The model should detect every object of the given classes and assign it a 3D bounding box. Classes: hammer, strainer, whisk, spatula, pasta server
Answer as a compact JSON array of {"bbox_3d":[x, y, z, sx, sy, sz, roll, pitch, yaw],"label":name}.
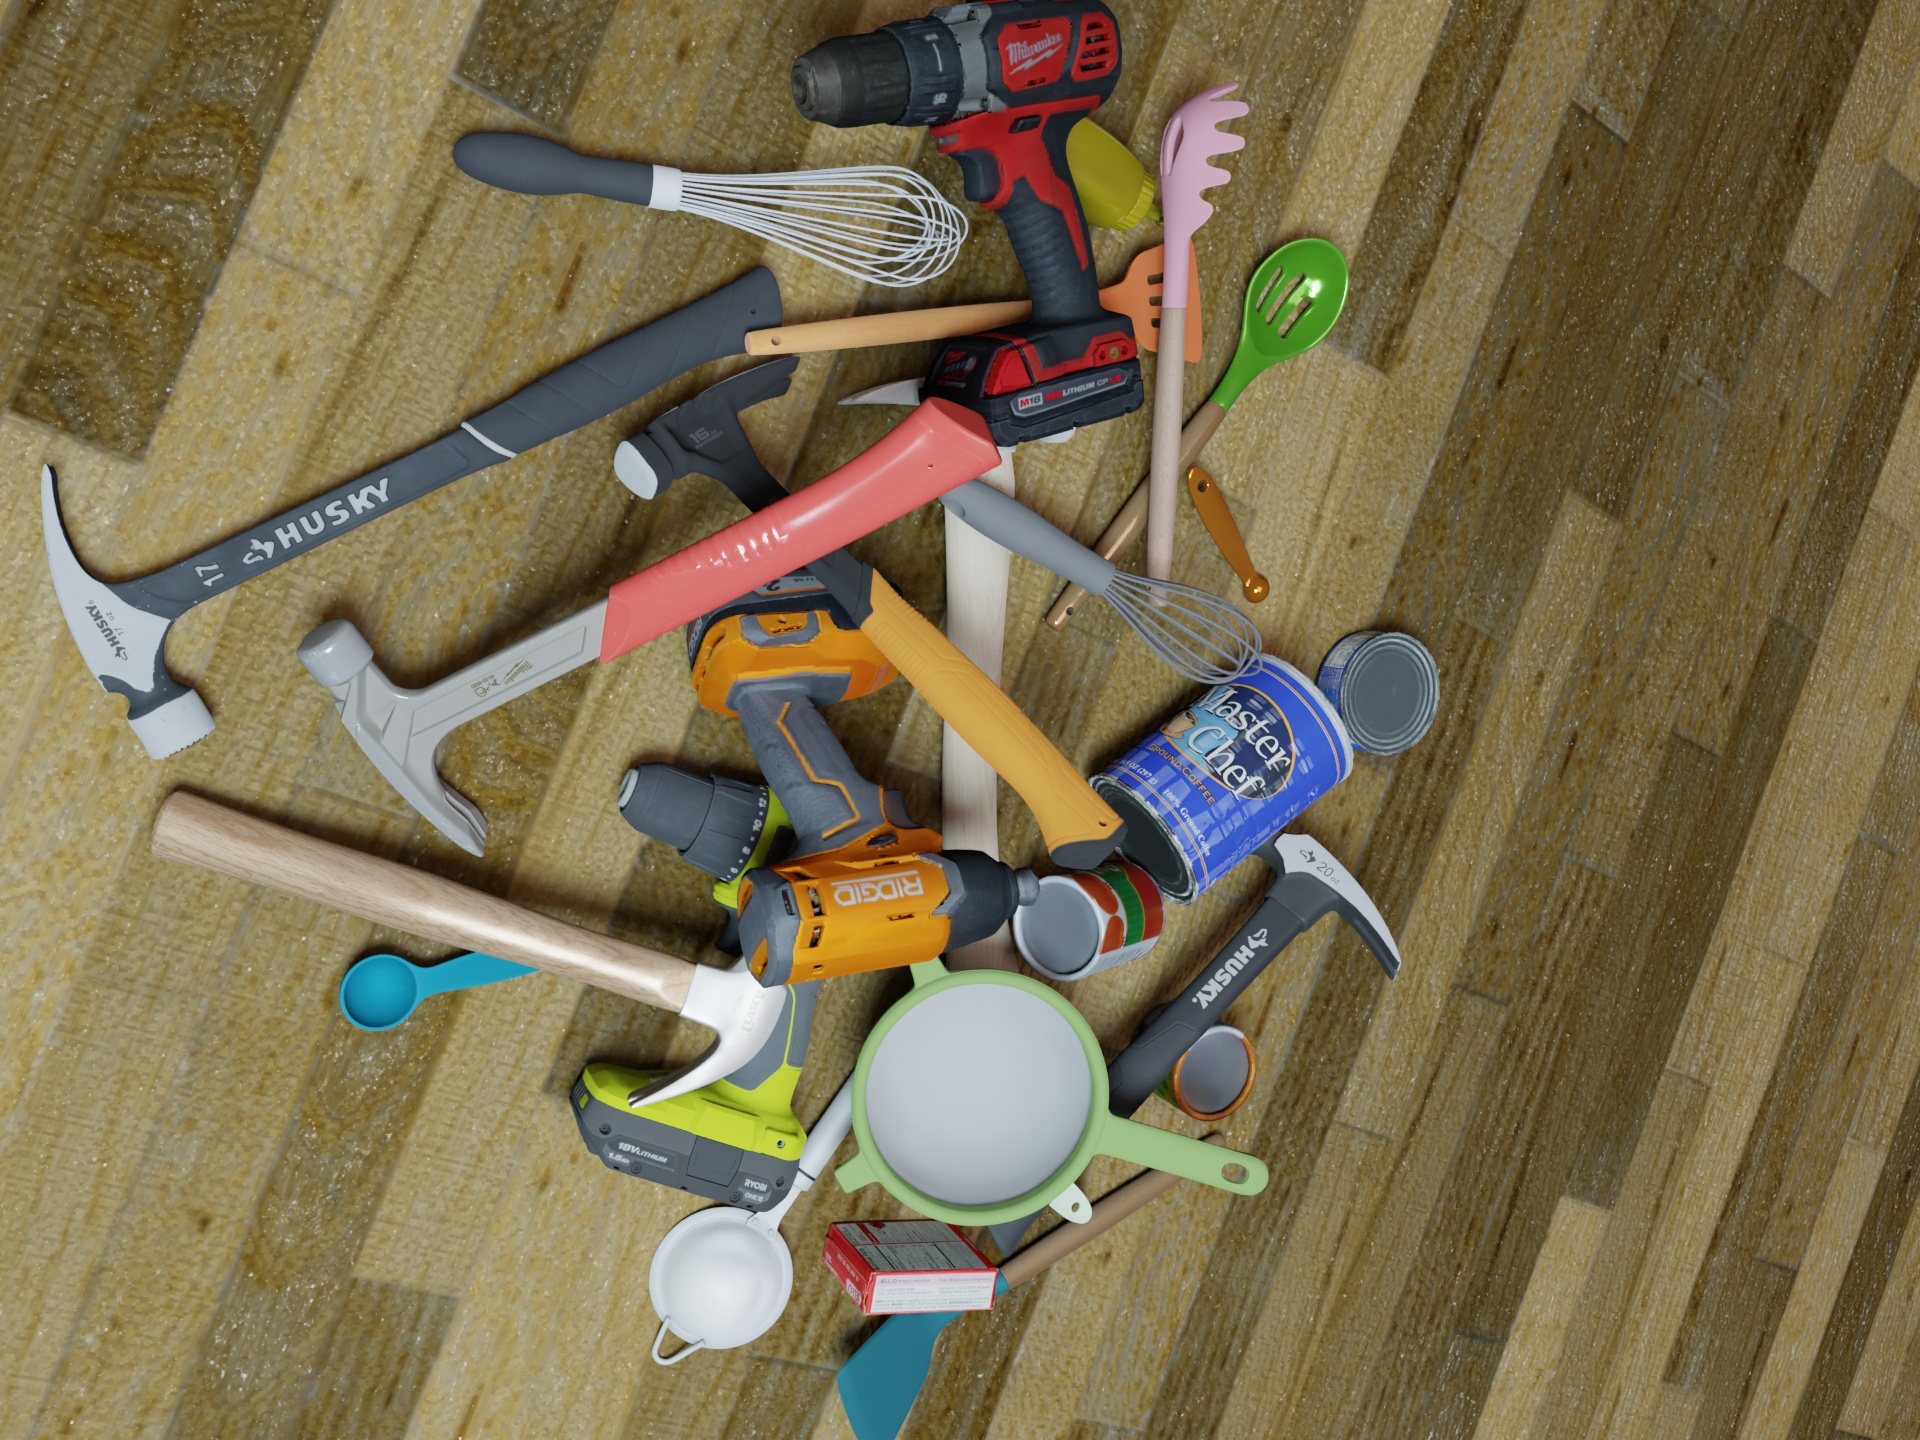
[{"bbox_3d":[-0.002,-0.003,0.981,0.146,0.038,0.410,-3,98,-23],"label":"hammer"},{"bbox_3d":[0.136,0.208,1.014,0.335,0.146,0.035,-43,155,-16],"label":"hammer"},{"bbox_3d":[-0.271,-0.144,0.840,0.409,0.036,0.149,-32,107,-19],"label":"hammer"},{"bbox_3d":[-0.254,0.108,0.836,0.331,0.031,0.130,20,82,-11],"label":"hammer"},{"bbox_3d":[-0.104,0.285,0.970,0.087,0.050,0.258,38,77,-9],"label":"strainer"},{"bbox_3d":[-0.131,-0.288,0.878,0.284,0.070,0.070,3,95,-20],"label":"whisk"},{"bbox_3d":[-0.142,-0.057,0.807,0.359,0.037,0.149,-25,124,8],"label":"hammer"},{"bbox_3d":[-0.031,-0.055,0.863,0.337,0.034,0.127,47,56,6],"label":"hammer"},{"bbox_3d":[0.058,0.233,0.955,0.256,0.069,0.151,18,91,-8],"label":"strainer"},{"bbox_3d":[0.022,-0.241,0.953,0.322,0.041,0.081,-12,103,-24],"label":"spatula"},{"bbox_3d":[0.138,-0.227,0.984,0.040,0.060,0.316,-3,105,-17],"label":"pasta server"},{"bbox_3d":[0.056,0.362,1.050,0.317,0.044,0.082,-27,114,-21],"label":"spatula"},{"bbox_3d":[0.087,-0.086,0.962,0.238,0.055,0.055,28,85,-19],"label":"whisk"}]

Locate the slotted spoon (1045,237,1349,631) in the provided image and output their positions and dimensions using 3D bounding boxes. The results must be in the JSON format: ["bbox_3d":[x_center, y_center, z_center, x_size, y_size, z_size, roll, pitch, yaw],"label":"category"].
[{"bbox_3d":[0.150,-0.185,1.033,0.070,0.031,0.314,40,81,-26],"label":"slotted spoon"}]

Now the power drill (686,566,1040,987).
[{"bbox_3d":[-0.056,0.028,0.872,0.164,0.084,0.227,-5,61,-24],"label":"power drill"}]

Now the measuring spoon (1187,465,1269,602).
[{"bbox_3d":[0.178,-0.121,1.050,0.021,0.011,0.116,-44,124,-13],"label":"measuring spoon"}]

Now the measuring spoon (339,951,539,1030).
[{"bbox_3d":[-0.280,0.138,0.884,0.128,0.021,0.042,-11,102,-33],"label":"measuring spoon"}]

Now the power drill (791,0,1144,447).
[{"bbox_3d":[0.009,-0.267,0.858,0.188,0.080,0.226,-20,114,-28],"label":"power drill"}]

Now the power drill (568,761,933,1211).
[{"bbox_3d":[-0.136,0.147,0.917,0.190,0.080,0.228,23,84,-21],"label":"power drill"}]

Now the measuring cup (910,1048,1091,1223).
[{"bbox_3d":[0.026,0.271,1.029,0.083,0.038,0.167,-48,115,-12],"label":"measuring cup"}]
